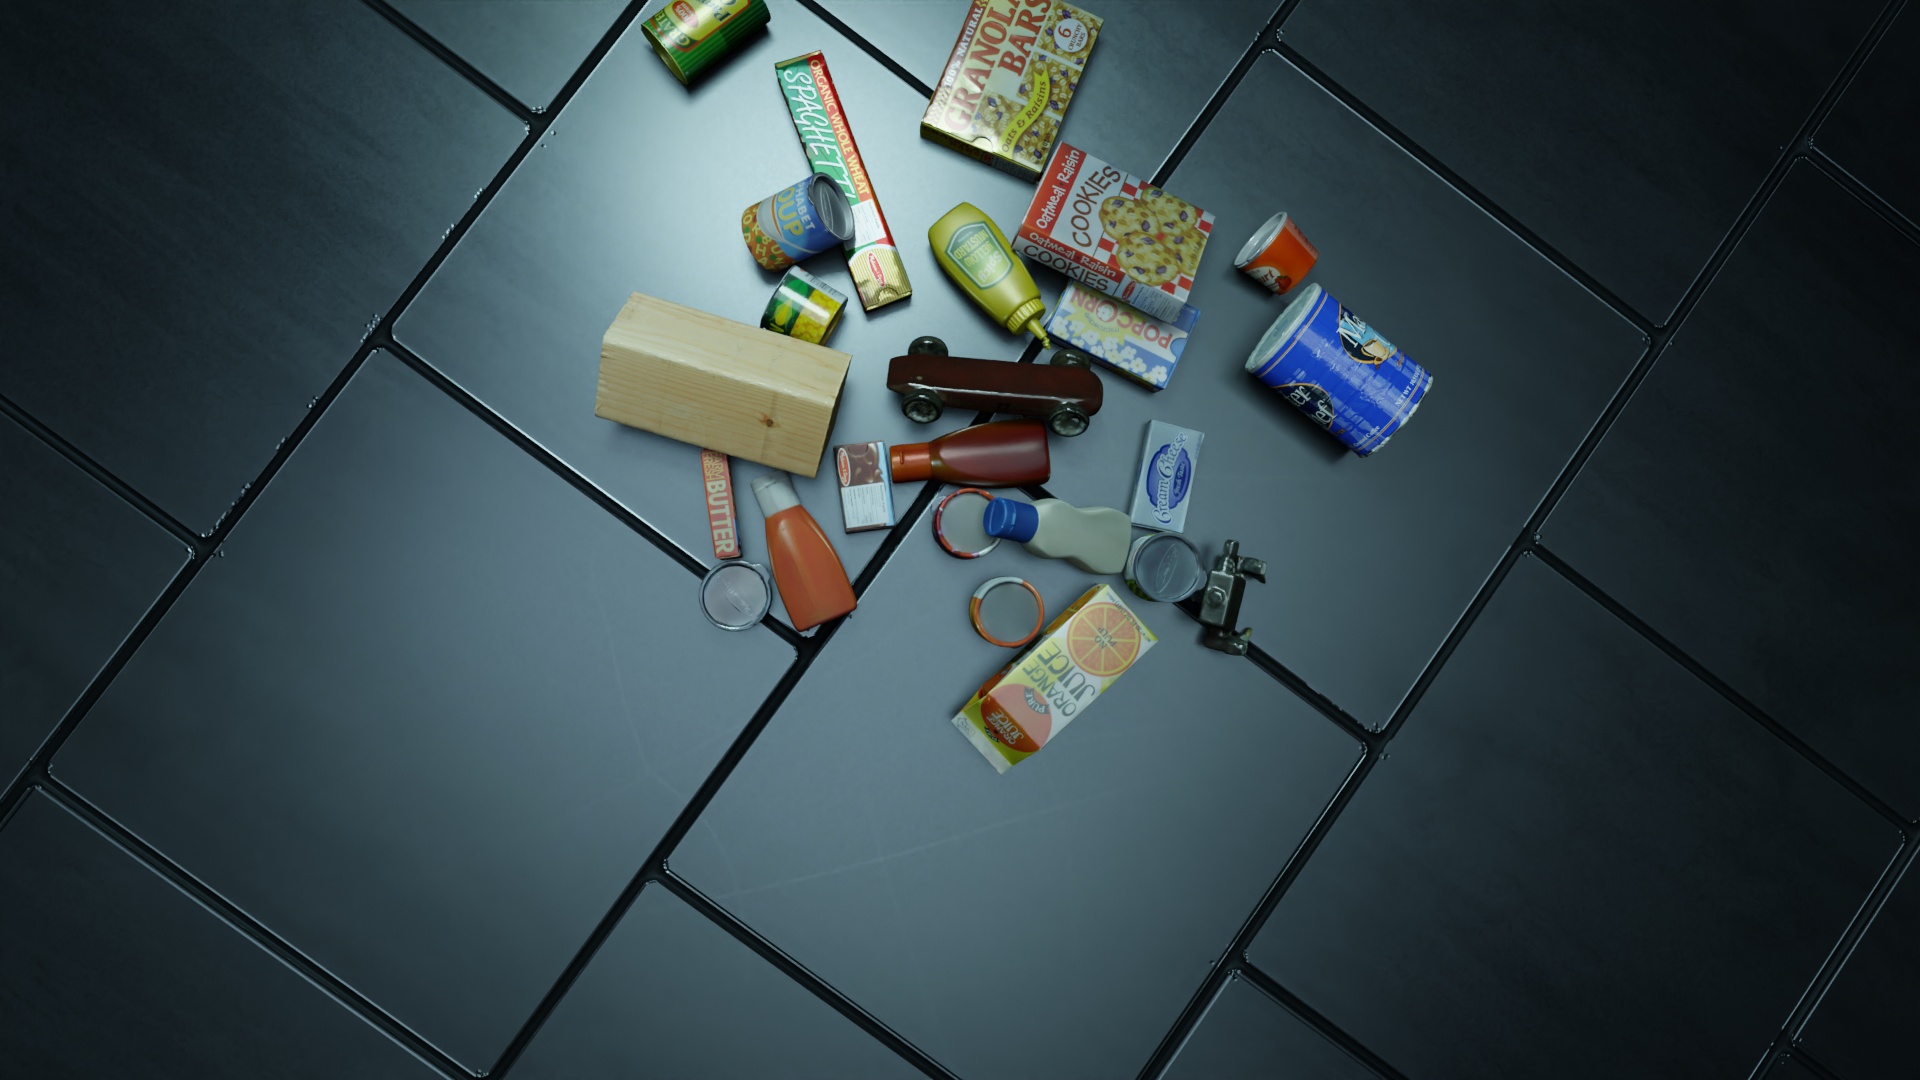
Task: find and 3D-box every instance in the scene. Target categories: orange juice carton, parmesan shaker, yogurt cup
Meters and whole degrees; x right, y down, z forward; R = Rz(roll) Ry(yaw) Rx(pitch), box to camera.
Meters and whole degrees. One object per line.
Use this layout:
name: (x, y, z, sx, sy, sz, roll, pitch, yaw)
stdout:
orange juice carton: (0.086, 0.129, 1.295, 0.193, 0.073, 0.072, -42, 92, -4)
parmesan shaker: (-0.239, -0.487, 1.299, 0.103, 0.071, 0.071, -40, 91, -5)
yogurt cup: (0.306, -0.273, 1.334, 0.054, 0.072, 0.072, 39, 86, -10)

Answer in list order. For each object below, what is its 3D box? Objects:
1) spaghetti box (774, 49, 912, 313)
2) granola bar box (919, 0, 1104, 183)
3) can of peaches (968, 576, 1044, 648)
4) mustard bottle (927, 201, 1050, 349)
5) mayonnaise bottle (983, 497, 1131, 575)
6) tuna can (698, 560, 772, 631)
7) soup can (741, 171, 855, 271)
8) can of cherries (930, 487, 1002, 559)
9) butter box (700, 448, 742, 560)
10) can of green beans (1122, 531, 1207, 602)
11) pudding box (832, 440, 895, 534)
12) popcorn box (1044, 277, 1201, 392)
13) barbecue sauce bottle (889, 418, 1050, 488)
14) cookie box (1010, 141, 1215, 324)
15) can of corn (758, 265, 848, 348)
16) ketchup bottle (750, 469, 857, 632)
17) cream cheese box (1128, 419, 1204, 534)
spaghetti box: (-0.111, -0.340, 1.321, 0.050, 0.028, 0.250, -21, 89, -5)
granola bar box: (0.049, -0.445, 1.332, 0.124, 0.039, 0.165, 22, 86, -3)
can of peaches: (0.044, 0.069, 1.302, 0.071, 0.058, 0.071, 0, 87, -4)
mustard bottle: (0.036, -0.244, 1.308, 0.065, 0.049, 0.160, -39, 81, 2)
mayonnaise bottle: (0.090, -0.009, 1.285, 0.148, 0.041, 0.065, 12, 86, -33)
tuna can: (-0.207, 0.050, 1.296, 0.071, 0.033, 0.071, 0, 88, -4)
soup can: (-0.152, -0.293, 1.279, 0.083, 0.071, 0.071, -18, 89, 27)
can of cherries: (0.005, -0.016, 1.302, 0.071, 0.058, 0.071, 0, 88, -5)
butter box: (-0.221, -0.034, 1.288, 0.024, 0.053, 0.103, -8, 89, -6)
can of green beans: (0.190, 0.026, 1.315, 0.071, 0.058, 0.071, 0, 88, -4)
pudding box: (-0.090, -0.050, 1.310, 0.050, 0.030, 0.083, -8, 88, -3)
popcorn box: (0.153, -0.207, 1.331, 0.127, 0.038, 0.085, 26, 85, -3)
barbecue sauce bottle: (0.008, -0.078, 1.312, 0.149, 0.043, 0.065, -5, 76, -4)
cookie box: (0.144, -0.290, 1.308, 0.167, 0.040, 0.123, 25, 57, -3)
can of corn: (-0.146, -0.211, 1.295, 0.058, 0.071, 0.071, 30, 86, -3)
ketchup bottle: (-0.152, 0.007, 1.296, 0.065, 0.043, 0.148, -23, 89, -5)
cream cheese box: (0.197, -0.060, 1.335, 0.053, 0.024, 0.104, 13, 87, -3)
